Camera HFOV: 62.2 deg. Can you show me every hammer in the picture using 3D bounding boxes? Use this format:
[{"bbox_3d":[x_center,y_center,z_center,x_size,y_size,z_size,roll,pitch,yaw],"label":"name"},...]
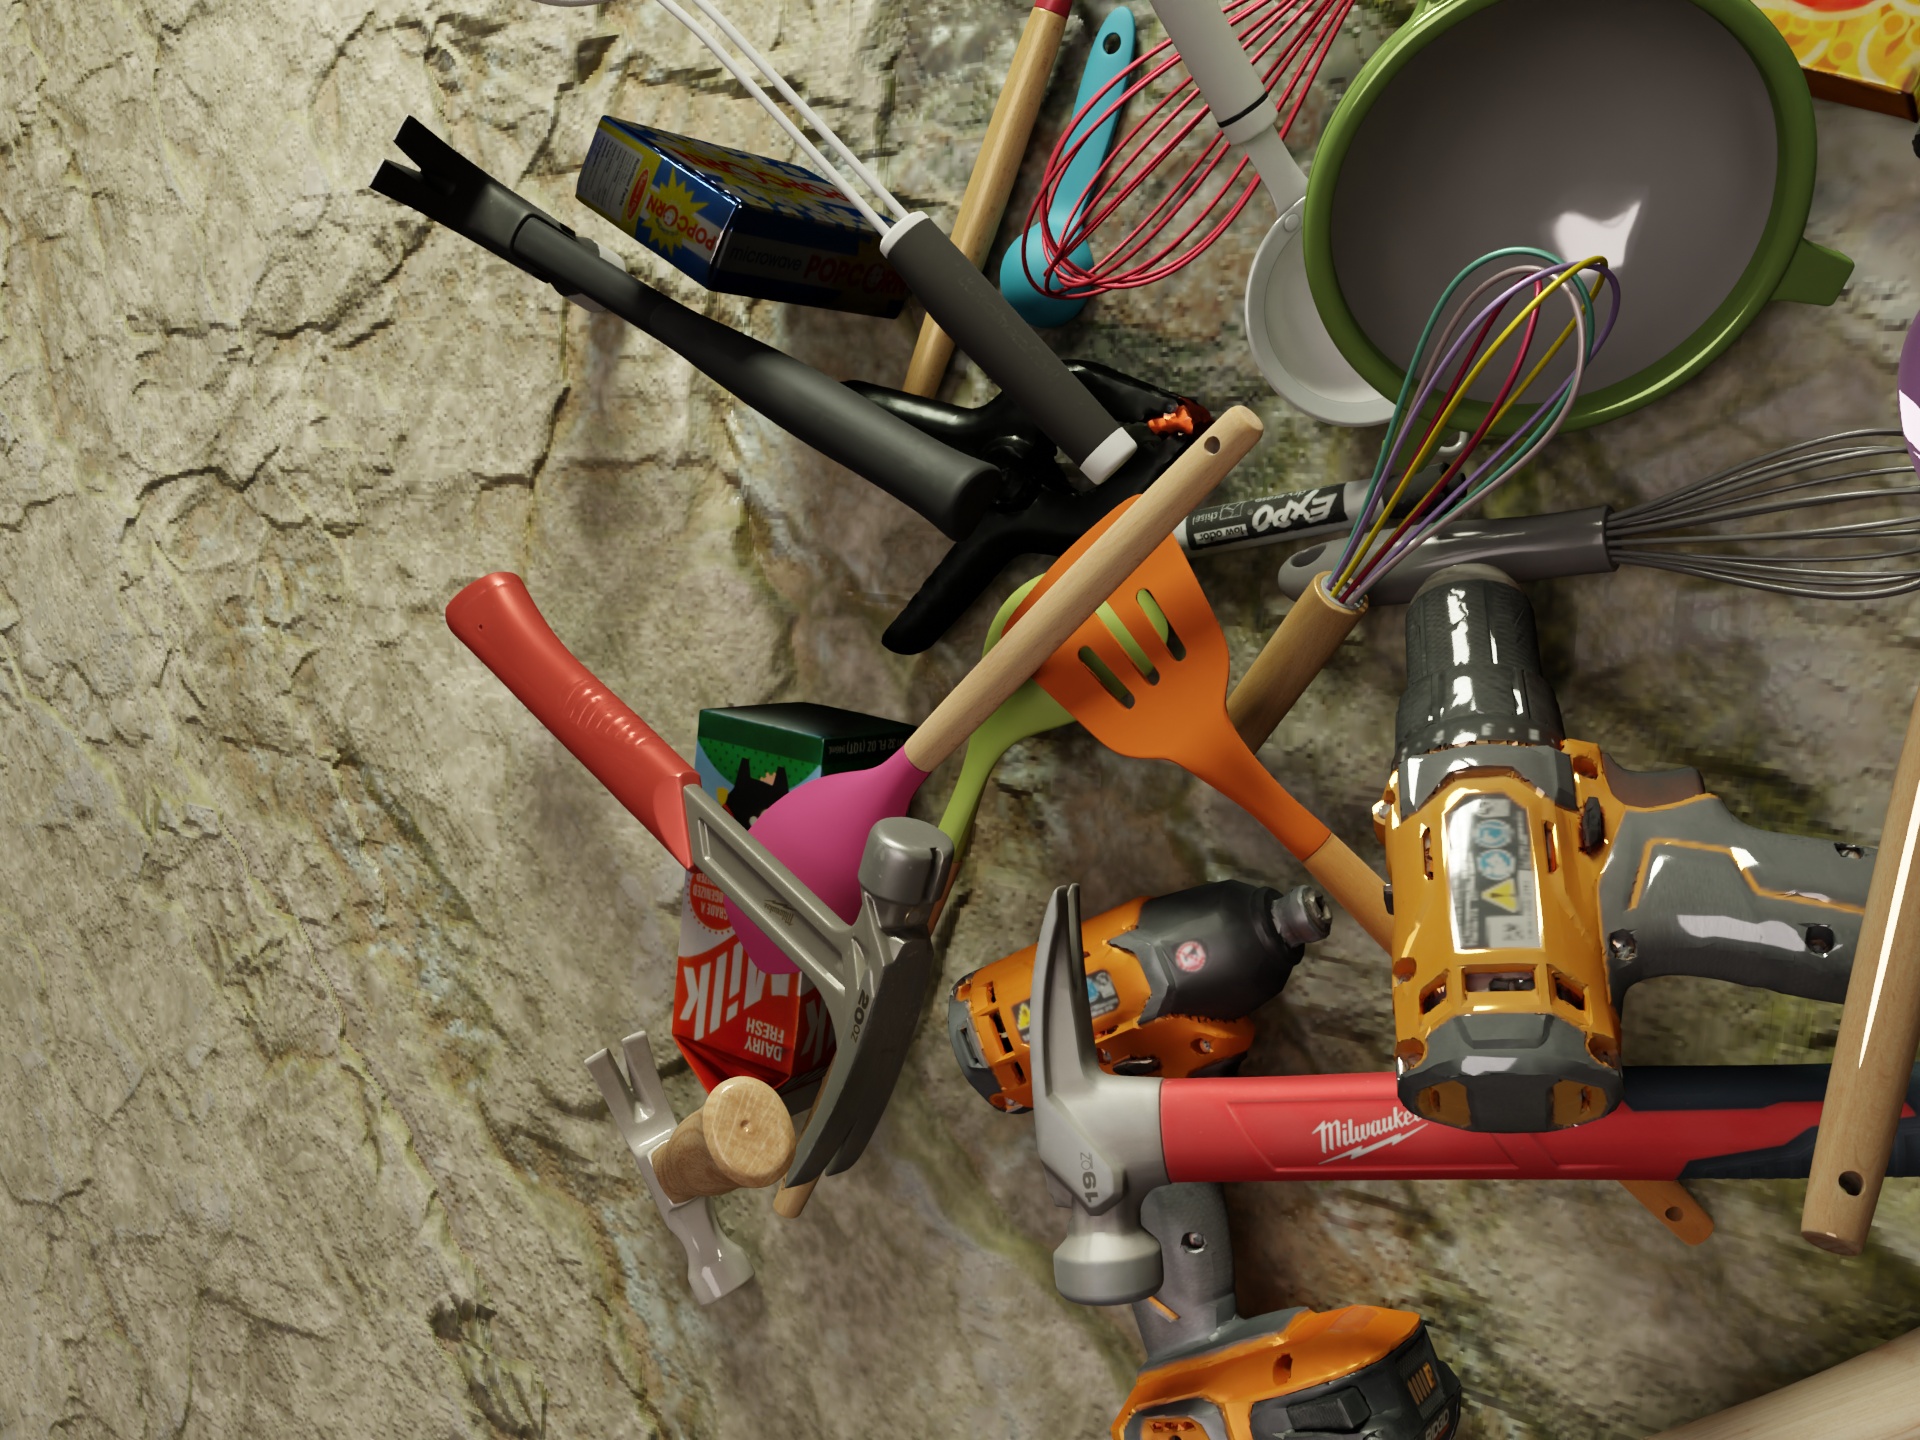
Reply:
[{"bbox_3d":[-0.110,-0.159,0.656,0.335,0.146,0.035,35,98,32],"label":"hammer"},{"bbox_3d":[0.211,0.111,0.501,0.386,0.038,0.143,-6,86,19],"label":"hammer"},{"bbox_3d":[0.200,0.266,0.524,0.410,0.146,0.038,-35,81,25],"label":"hammer"},{"bbox_3d":[-0.108,0.177,0.652,0.130,0.031,0.331,60,158,9],"label":"hammer"},{"bbox_3d":[-0.136,0.034,0.690,0.359,0.036,0.149,36,116,41],"label":"hammer"}]

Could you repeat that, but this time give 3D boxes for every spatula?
[{"bbox_3d":[0.261,-0.012,0.419,0.060,0.018,0.316,17,66,22],"label":"spatula"},{"bbox_3d":[0.144,0.059,0.561,0.322,0.041,0.081,46,111,3],"label":"spatula"}]

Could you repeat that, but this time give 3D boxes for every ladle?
[{"bbox_3d":[-0.005,0.081,0.666,0.320,0.062,0.078,-66,26,17],"label":"ladle"},{"bbox_3d":[0.028,-0.263,0.650,0.069,0.031,0.315,34,113,34],"label":"ladle"}]

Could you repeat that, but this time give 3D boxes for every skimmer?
[{"bbox_3d":[-0.059,-0.234,0.579,0.127,0.090,0.363,-43,90,-12],"label":"skimmer"}]

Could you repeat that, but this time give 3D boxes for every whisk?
[{"bbox_3d":[0.130,-0.262,0.568,0.295,0.073,0.073,-43,71,22],"label":"whisk"},{"bbox_3d":[0.217,-0.058,0.534,0.239,0.055,0.055,-4,92,37],"label":"whisk"},{"bbox_3d":[0.138,-0.058,0.541,0.051,0.047,0.244,28,136,0],"label":"whisk"}]

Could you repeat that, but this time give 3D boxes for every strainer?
[{"bbox_3d":[0.160,-0.212,0.491,0.151,0.069,0.256,-22,118,22],"label":"strainer"},{"bbox_3d":[0.103,-0.200,0.545,0.087,0.050,0.258,-36,111,1],"label":"strainer"}]

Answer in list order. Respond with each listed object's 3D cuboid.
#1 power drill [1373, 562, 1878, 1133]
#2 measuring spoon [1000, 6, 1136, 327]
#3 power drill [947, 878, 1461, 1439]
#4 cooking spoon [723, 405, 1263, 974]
[{"bbox_3d":[0.238,0.025,0.467,0.226,0.084,0.185,-5,56,18],"label":"power drill"},{"bbox_3d":[0.044,-0.224,0.644,0.042,0.021,0.128,25,108,29],"label":"measuring spoon"},{"bbox_3d":[0.101,0.176,0.606,0.164,0.084,0.227,-30,74,31],"label":"power drill"},{"bbox_3d":[-0.001,-0.002,0.598,0.318,0.017,0.069,-45,67,31],"label":"cooking spoon"}]
